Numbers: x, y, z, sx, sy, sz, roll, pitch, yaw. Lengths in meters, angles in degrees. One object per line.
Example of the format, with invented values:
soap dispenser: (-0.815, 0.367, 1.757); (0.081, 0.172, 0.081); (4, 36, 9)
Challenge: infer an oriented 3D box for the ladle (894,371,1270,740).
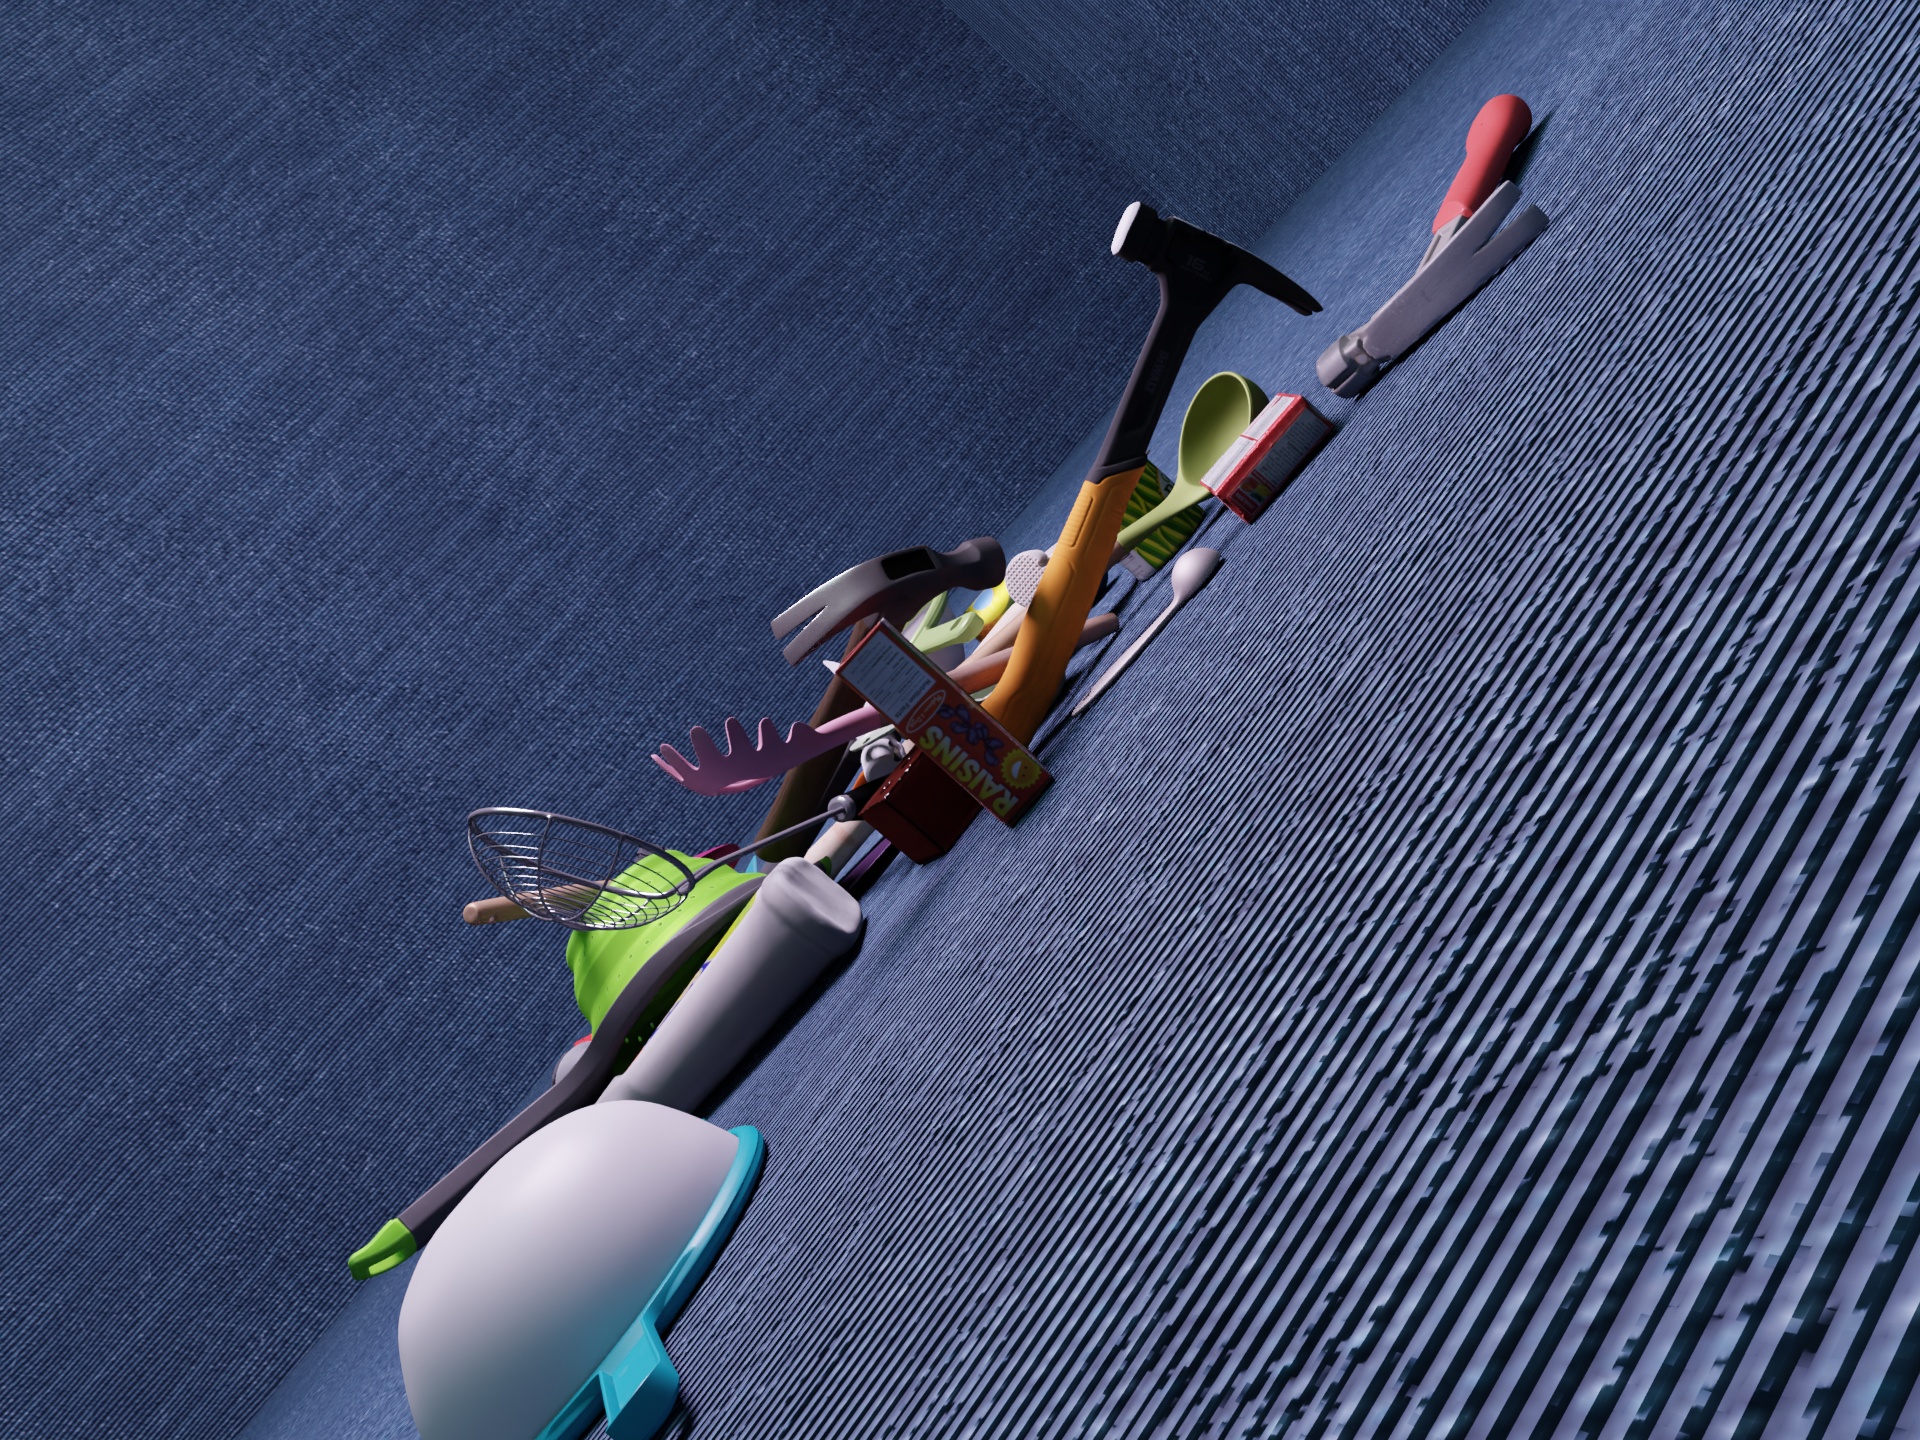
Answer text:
ladle: (0.076, -0.103, 1.019); (0.320, 0.062, 0.078); (-41, 30, -4)

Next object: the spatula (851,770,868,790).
spatula: (-0.033, 0.030, 1.370); (0.081, 0.041, 0.322); (-53, 11, -33)

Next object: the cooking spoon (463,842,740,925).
cooking spoon: (-0.242, 0.119, 1.122); (0.068, 0.017, 0.318); (-55, -17, 12)

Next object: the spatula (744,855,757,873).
spatula: (-0.224, 0.232, 1.356); (0.082, 0.044, 0.318); (-62, 0, 30)

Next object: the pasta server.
pasta server: (-0.032, -0.018, 0.948); (0.316, 0.040, 0.060); (-22, -5, -29)

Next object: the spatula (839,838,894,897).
spatula: (-0.137, 0.185, 1.132); (0.316, 0.018, 0.060); (-49, 1, -6)

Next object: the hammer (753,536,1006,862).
hammer: (-0.083, 0.002, 1.023); (0.130, 0.031, 0.331); (-14, -27, -30)

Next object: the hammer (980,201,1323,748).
hammer: (0.090, -0.122, 0.937); (0.034, 0.127, 0.337); (-126, 59, -79)

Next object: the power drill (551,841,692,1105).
power drill: (-0.261, 0.217, 1.266); (0.143, 0.078, 0.220); (119, 172, -58)

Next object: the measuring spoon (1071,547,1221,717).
measuring spoon: (0.101, -0.052, 0.902); (0.124, 0.018, 0.034); (-49, 6, 7)

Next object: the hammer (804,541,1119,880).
hammer: (-0.021, 0.014, 1.208); (0.410, 0.038, 0.146); (-50, -15, 31)

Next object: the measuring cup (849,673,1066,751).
measuring cup: (-0.002, -0.003, 1.062); (0.167, 0.038, 0.083); (-27, 21, 28)

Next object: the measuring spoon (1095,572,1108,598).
measuring spoon: (0.066, -0.076, 1.222); (0.128, 0.021, 0.042); (-40, -19, -3)

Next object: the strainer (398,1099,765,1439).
strainer: (-0.176, 0.239, 0.682); (0.211, 0.095, 0.340); (-51, 5, -19)

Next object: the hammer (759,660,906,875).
hammer: (-0.136, 0.104, 1.223); (0.334, 0.035, 0.146); (-58, 31, 28)

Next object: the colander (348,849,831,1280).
colander: (-0.256, 0.201, 1.057); (0.397, 0.094, 0.204); (-39, -19, -34)

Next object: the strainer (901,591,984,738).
strainer: (-0.019, -0.041, 1.269); (0.151, 0.069, 0.256); (-57, 14, -18)

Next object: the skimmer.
skimmer: (-0.123, 0.045, 0.974); (0.127, 0.090, 0.363); (-11, 7, 45)

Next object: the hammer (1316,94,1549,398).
hammer: (0.319, -0.326, 0.983); (0.149, 0.036, 0.359); (-43, 8, 44)
